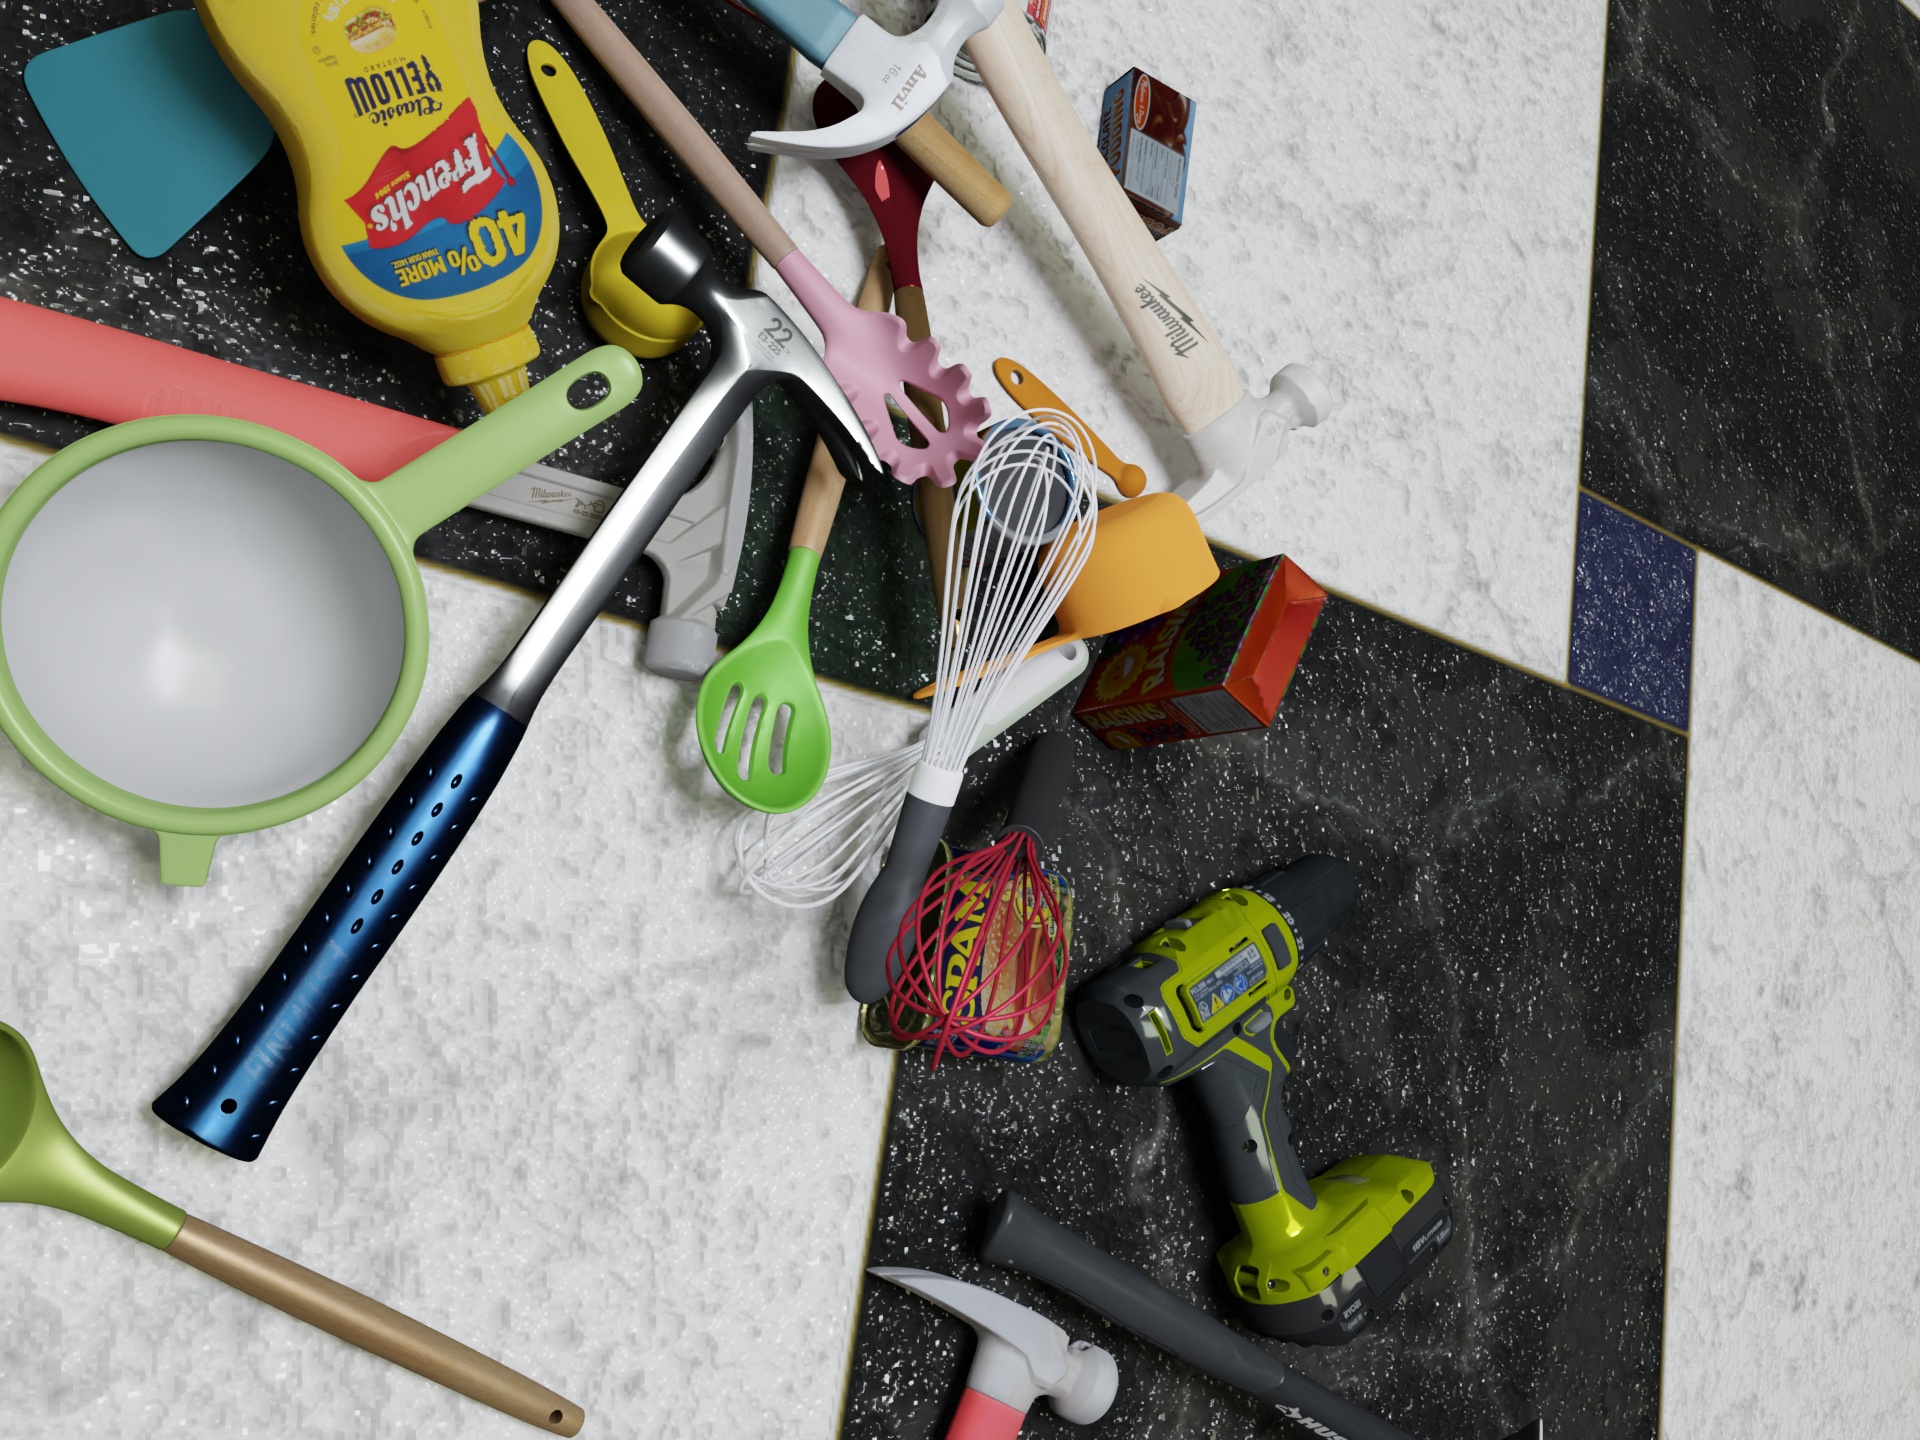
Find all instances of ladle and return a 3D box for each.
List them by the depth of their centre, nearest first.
[{"bbox_3d":[-0.264,0.203,0.585,0.320,0.062,0.078,40,71,-26],"label":"ladle"},{"bbox_3d":[-0.024,-0.187,0.786,0.069,0.031,0.315,-2,78,-27],"label":"ladle"}]

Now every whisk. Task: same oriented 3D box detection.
[{"bbox_3d":[0.024,0.065,0.713,0.073,0.073,0.296,60,20,-13],"label":"whisk"},{"bbox_3d":[0.000,-0.002,0.719,0.070,0.070,0.284,13,101,-32],"label":"whisk"},{"bbox_3d":[-0.071,-0.328,0.770,0.245,0.051,0.047,42,88,-9],"label":"whisk"},{"bbox_3d":[-0.017,0.017,0.783,0.058,0.059,0.246,46,53,11],"label":"whisk"}]

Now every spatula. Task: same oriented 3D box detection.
[{"bbox_3d":[-0.212,-0.297,0.653,0.317,0.044,0.082,-35,103,-20],"label":"spatula"}]

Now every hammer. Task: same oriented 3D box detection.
[{"bbox_3d":[-0.252,-0.124,0.647,0.358,0.037,0.149,13,76,-32],"label":"hammer"},{"bbox_3d":[-0.177,-0.009,0.649,0.144,0.035,0.405,39,72,-27],"label":"hammer"},{"bbox_3d":[-0.053,0.445,0.705,0.143,0.038,0.386,35,66,-24],"label":"hammer"},{"bbox_3d":[-0.146,-0.379,0.712,0.331,0.033,0.128,35,91,-12],"label":"hammer"},{"bbox_3d":[0.048,-0.283,0.815,0.146,0.038,0.410,-40,115,-11],"label":"hammer"},{"bbox_3d":[0.147,0.329,0.815,0.334,0.146,0.035,35,46,-17],"label":"hammer"}]

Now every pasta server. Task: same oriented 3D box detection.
[{"bbox_3d":[-0.098,-0.236,0.733,0.060,0.040,0.316,-40,95,1],"label":"pasta server"}]

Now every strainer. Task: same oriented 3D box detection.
[{"bbox_3d":[-0.234,-0.067,0.601,0.256,0.069,0.151,-35,108,-10],"label":"strainer"}]

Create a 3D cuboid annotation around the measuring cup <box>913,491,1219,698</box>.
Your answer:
[{"bbox_3d":[0.046,-0.066,0.813,0.173,0.095,0.052,-24,102,-11],"label":"measuring cup"}]

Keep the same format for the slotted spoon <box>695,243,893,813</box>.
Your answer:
[{"bbox_3d":[-0.067,-0.101,0.762,0.070,0.031,0.314,25,64,-28],"label":"slotted spoon"}]

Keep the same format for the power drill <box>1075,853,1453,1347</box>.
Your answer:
[{"bbox_3d":[0.180,0.199,0.873,0.190,0.080,0.228,-28,97,-33],"label":"power drill"}]

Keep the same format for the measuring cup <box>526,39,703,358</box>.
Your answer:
[{"bbox_3d":[-0.167,-0.238,0.732,0.062,0.029,0.156,-22,84,-34],"label":"measuring cup"}]

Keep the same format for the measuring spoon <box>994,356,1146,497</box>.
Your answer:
[{"bbox_3d":[0.063,-0.163,0.879,0.116,0.011,0.021,37,65,-25],"label":"measuring spoon"}]
